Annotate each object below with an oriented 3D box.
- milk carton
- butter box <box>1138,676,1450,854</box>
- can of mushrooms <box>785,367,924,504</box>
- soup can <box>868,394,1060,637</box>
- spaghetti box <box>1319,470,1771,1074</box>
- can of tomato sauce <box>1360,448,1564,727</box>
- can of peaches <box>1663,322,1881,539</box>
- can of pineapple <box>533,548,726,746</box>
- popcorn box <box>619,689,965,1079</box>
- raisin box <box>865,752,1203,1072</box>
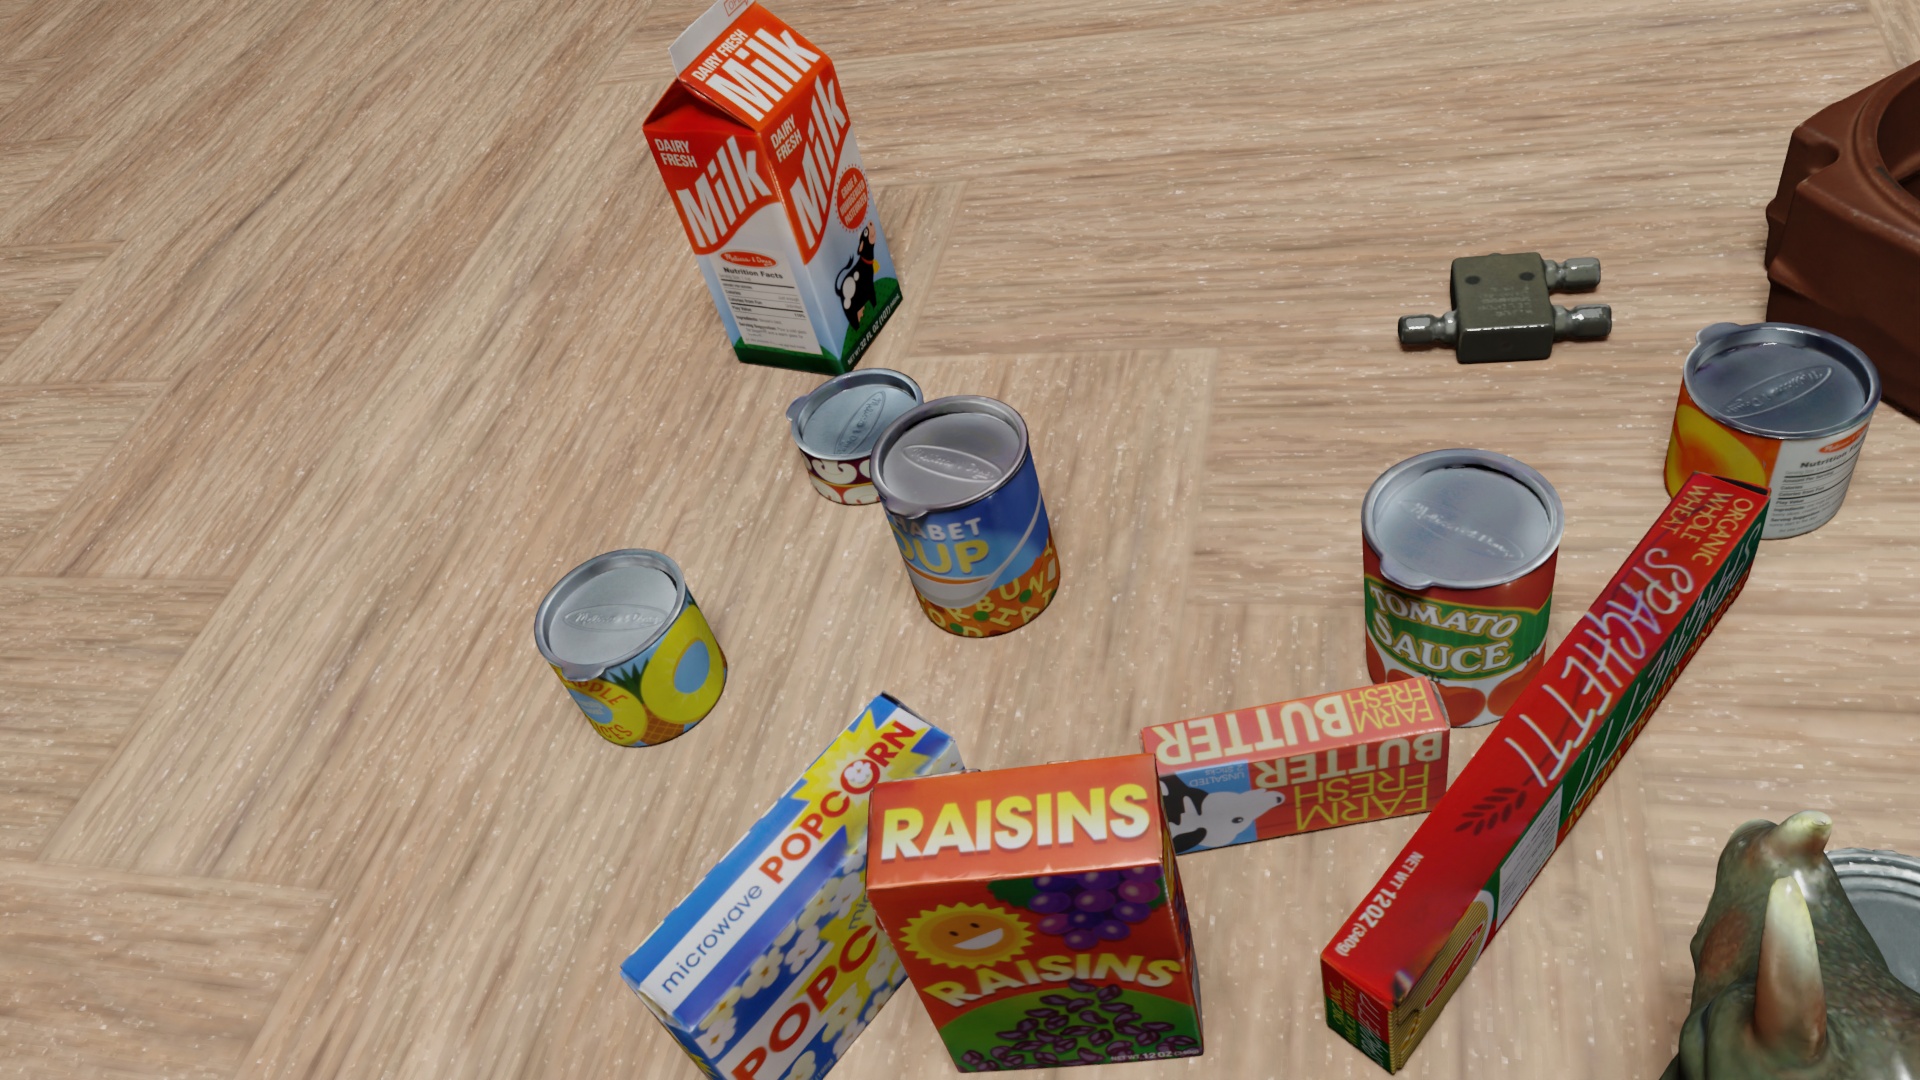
[{"bbox_3d":[-0.097,-0.182,0.710,0.073,0.189,0.073,11,51,26],"label":"milk carton"},{"bbox_3d":[0.117,0.080,0.490,0.103,0.053,0.024,-11,45,6],"label":"butter box"},{"bbox_3d":[-0.049,-0.052,0.681,0.071,0.033,0.071,-9,45,9],"label":"can of mushrooms"},{"bbox_3d":[0.002,-0.007,0.587,0.071,0.083,0.072,-9,45,9],"label":"soup can"},{"bbox_3d":[0.206,0.070,0.475,0.029,0.050,0.251,29,60,36],"label":"spaghetti box"},{"bbox_3d":[0.181,0.020,0.508,0.071,0.082,0.071,-9,45,9],"label":"can of tomato sauce"},{"bbox_3d":[0.315,-0.044,0.546,0.071,0.057,0.071,-9,45,9],"label":"can of peaches"},{"bbox_3d":[-0.141,0.048,0.596,0.071,0.057,0.071,-9,45,9],"label":"can of pineapple"},{"bbox_3d":[-0.045,0.126,0.472,0.038,0.084,0.127,25,59,35],"label":"popcorn box"},{"bbox_3d":[0.027,0.119,0.430,0.086,0.122,0.040,-7,46,10],"label":"raisin box"}]
